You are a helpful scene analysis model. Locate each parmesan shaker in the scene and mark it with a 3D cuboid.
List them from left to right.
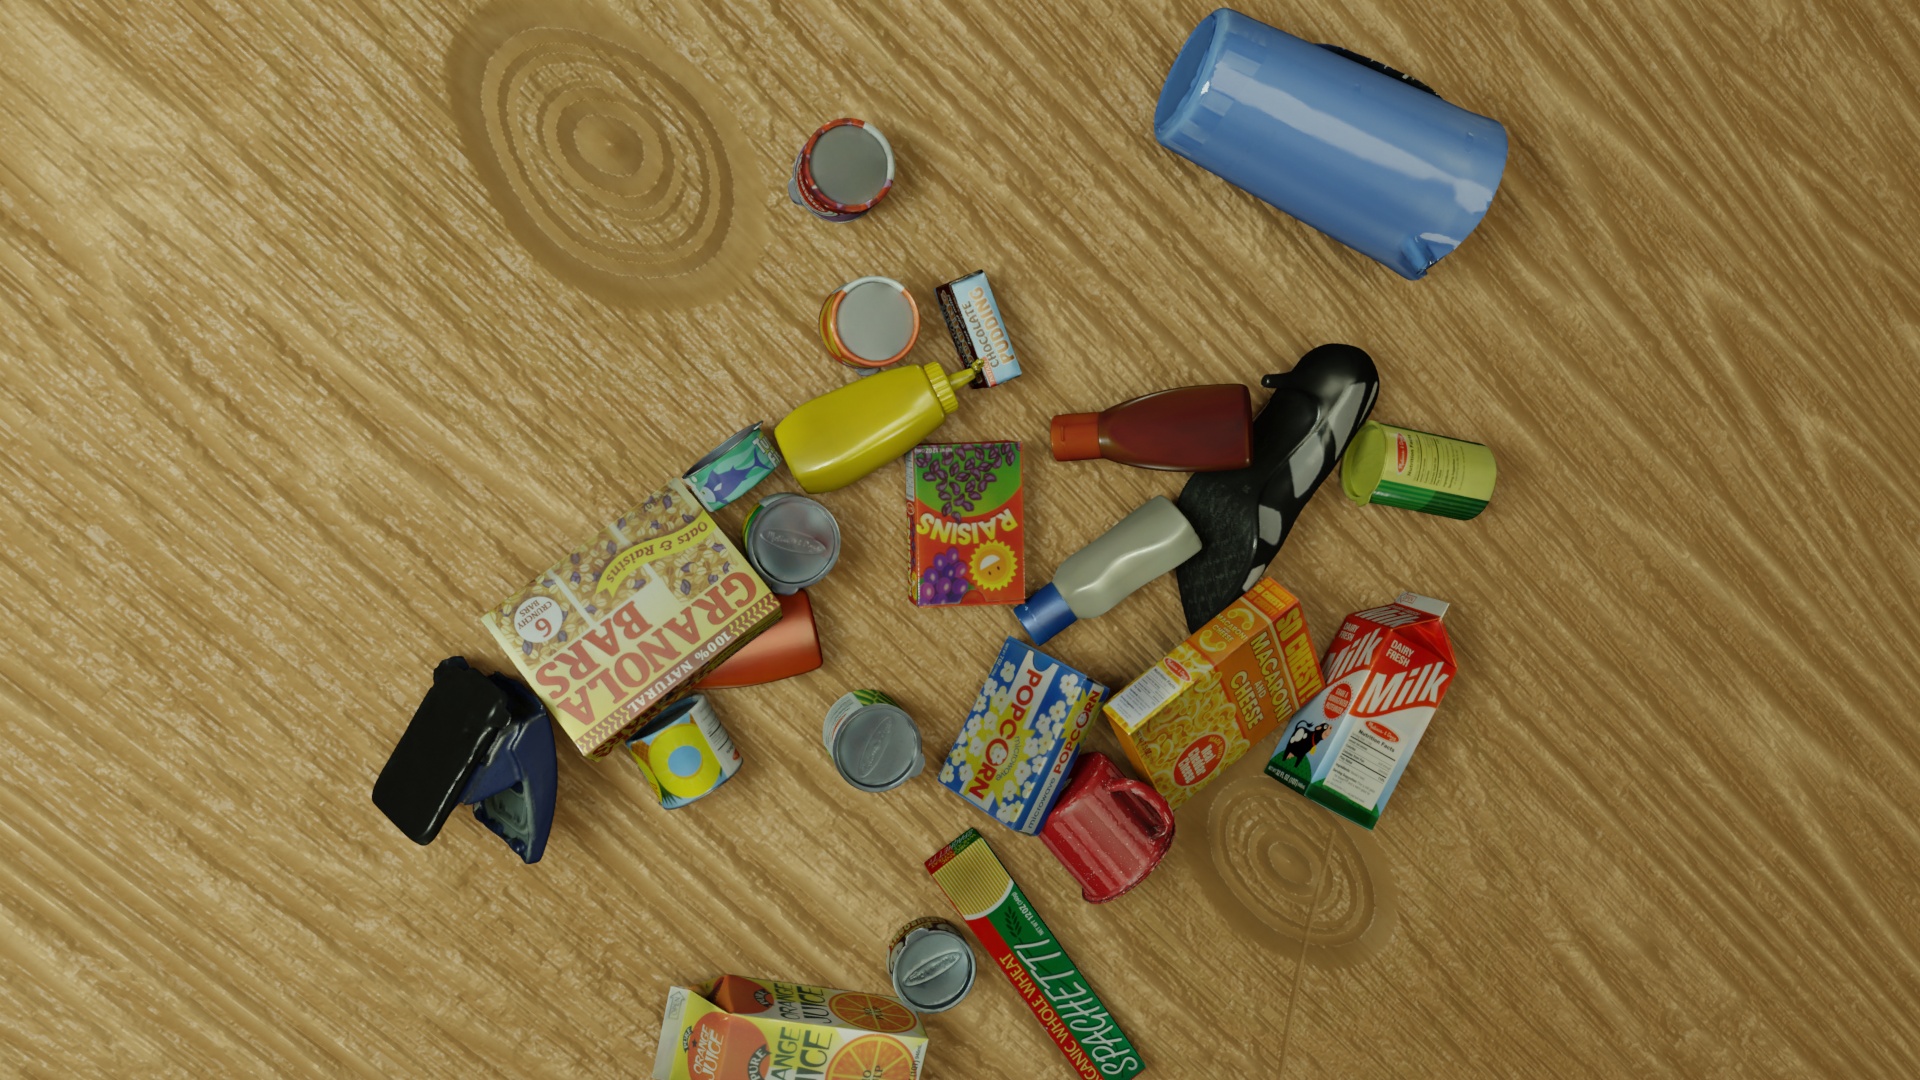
[{"bbox_3d":[0.370,-0.053,1.126,0.103,0.071,0.071,10,93,-15],"label":"parmesan shaker"}]

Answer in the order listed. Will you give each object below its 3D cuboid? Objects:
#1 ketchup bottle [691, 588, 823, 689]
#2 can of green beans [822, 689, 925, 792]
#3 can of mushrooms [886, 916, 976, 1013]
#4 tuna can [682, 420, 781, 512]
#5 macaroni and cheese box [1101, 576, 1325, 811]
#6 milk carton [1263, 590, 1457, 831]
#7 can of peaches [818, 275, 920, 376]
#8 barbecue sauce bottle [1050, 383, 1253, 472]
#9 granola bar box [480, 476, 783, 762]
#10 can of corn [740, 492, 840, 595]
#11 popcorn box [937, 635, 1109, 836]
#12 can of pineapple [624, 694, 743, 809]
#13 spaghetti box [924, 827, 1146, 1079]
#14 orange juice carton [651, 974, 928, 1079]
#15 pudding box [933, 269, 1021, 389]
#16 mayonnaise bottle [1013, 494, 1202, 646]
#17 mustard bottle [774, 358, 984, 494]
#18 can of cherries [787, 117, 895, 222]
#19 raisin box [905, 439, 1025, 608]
[{"bbox_3d":[-0.178,0.080,1.012,0.149,0.043,0.064,-13,92,-12],"label":"ketchup bottle"},{"bbox_3d":[-0.067,0.149,1.039,0.071,0.058,0.071,-1,95,-14],"label":"can of green beans"},{"bbox_3d":[-0.024,0.327,1.079,0.071,0.033,0.071,-1,96,-13],"label":"can of mushrooms"},{"bbox_3d":[-0.161,-0.053,0.993,0.071,0.071,0.032,-37,104,-8],"label":"tuna can"},{"bbox_3d":[0.200,0.121,1.085,0.167,0.040,0.123,-37,135,-9],"label":"macaroni and cheese box"},{"bbox_3d":[0.334,0.129,1.131,0.073,0.072,0.190,29,89,-16],"label":"milk carton"},{"bbox_3d":[-0.066,-0.156,1.012,0.071,0.058,0.071,-1,95,-14],"label":"can of peaches"},{"bbox_3d":[0.144,-0.082,1.047,0.148,0.043,0.065,-3,83,16],"label":"barbecue sauce bottle"},{"bbox_3d":[-0.227,0.054,0.971,0.166,0.039,0.124,-38,79,-14],"label":"granola bar box"},{"bbox_3d":[-0.125,0.001,1.011,0.071,0.058,0.071,-1,96,-14],"label":"can of corn"},{"bbox_3d":[0.047,0.147,1.051,0.038,0.085,0.126,28,88,-47],"label":"popcorn box"},{"bbox_3d":[-0.201,0.153,1.002,0.071,0.071,0.057,-30,101,-9],"label":"can of pineapple"},{"bbox_3d":[0.062,0.340,1.104,0.050,0.029,0.249,-36,102,-8],"label":"spaghetti box"},{"bbox_3d":[-0.128,0.379,1.037,0.193,0.073,0.071,12,93,-14],"label":"orange juice carton"},{"bbox_3d":[0.013,-0.157,1.036,0.030,0.049,0.083,-23,101,-12],"label":"pudding box"},{"bbox_3d":[0.111,0.026,1.071,0.148,0.065,0.041,-35,119,2],"label":"mayonnaise bottle"},{"bbox_3d":[-0.053,-0.091,1.009,0.160,0.048,0.065,-25,66,0],"label":"mustard bottle"},{"bbox_3d":[-0.086,-0.263,0.997,0.071,0.058,0.071,-1,95,-14],"label":"can of cherries"},{"bbox_3d":[0.004,-0.013,1.052,0.086,0.040,0.123,-3,96,-15],"label":"raisin box"}]
